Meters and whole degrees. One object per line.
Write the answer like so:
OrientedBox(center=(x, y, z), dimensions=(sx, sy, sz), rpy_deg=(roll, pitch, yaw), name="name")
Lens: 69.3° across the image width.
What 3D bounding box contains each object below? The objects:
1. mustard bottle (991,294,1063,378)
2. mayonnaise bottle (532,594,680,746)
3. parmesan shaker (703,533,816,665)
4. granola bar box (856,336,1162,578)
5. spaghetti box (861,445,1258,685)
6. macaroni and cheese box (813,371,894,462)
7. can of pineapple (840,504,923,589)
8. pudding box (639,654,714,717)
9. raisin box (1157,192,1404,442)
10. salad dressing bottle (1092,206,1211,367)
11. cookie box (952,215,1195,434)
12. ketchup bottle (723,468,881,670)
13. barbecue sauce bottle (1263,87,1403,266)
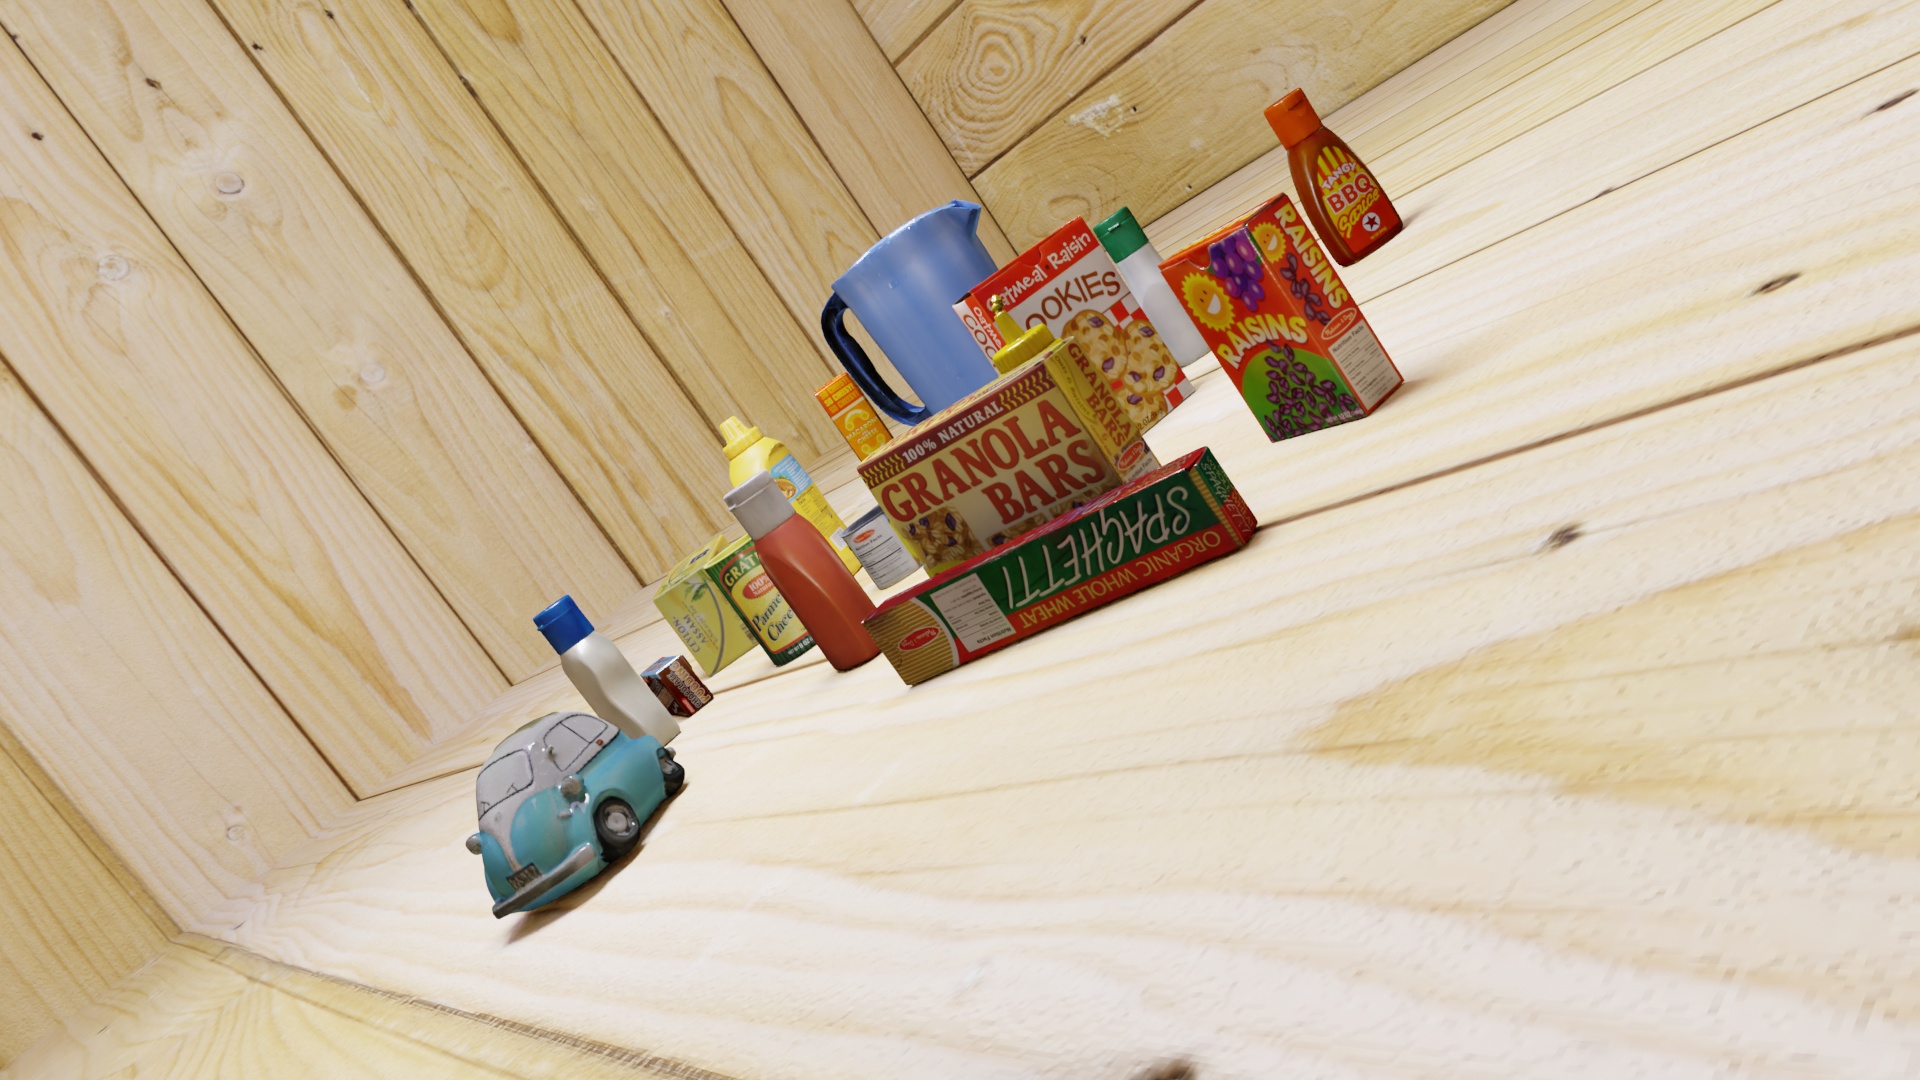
OrientedBox(center=(0.061, -0.081, 0.857), dimensions=(0.065, 0.160, 0.049), rpy_deg=(-33, 9, 12), name="mustard bottle")
OrientedBox(center=(-0.298, 0.114, 1.161), dimensions=(0.041, 0.148, 0.064), rpy_deg=(-42, 11, -38), name="mayonnaise bottle")
OrientedBox(center=(-0.154, 0.043, 1.156), dimensions=(0.071, 0.103, 0.071), rpy_deg=(-34, 9, 6), name="parmesan shaker")
OrientedBox(center=(0.032, -0.027, 0.793), dimensions=(0.165, 0.124, 0.039), rpy_deg=(-26, 13, 44), name="granola bar box")
OrientedBox(center=(0.045, 0.020, 0.745), dimensions=(0.249, 0.050, 0.029), rpy_deg=(-27, 12, 41), name="spaghetti box")
OrientedBox(center=(-0.079, -0.087, 1.354), dimensions=(0.040, 0.166, 0.124), rpy_deg=(-35, 9, -1), name="macaroni and cheese box")
OrientedBox(center=(-0.058, -0.001, 1.183), dimensions=(0.071, 0.058, 0.071), rpy_deg=(-34, 9, 6), name="can of pineapple")
OrientedBox(center=(-0.253, 0.129, 1.236), dimensions=(0.030, 0.049, 0.083), rpy_deg=(-39, 10, -22), name="pudding box")
OrientedBox(center=(0.175, -0.120, 0.769), dimensions=(0.040, 0.123, 0.086), rpy_deg=(-38, 10, -22), name="raisin box")
OrientedBox(center=(0.173, -0.226, 1.234), dimensions=(0.064, 0.147, 0.044), rpy_deg=(-32, 9, 16), name="salad dressing bottle")
OrientedBox(center=(0.090, -0.149, 1.076), dimensions=(0.123, 0.167, 0.040), rpy_deg=(-39, 10, -25), name="cookie box")
OrientedBox(center=(-0.108, 0.021, 0.970), dimensions=(0.044, 0.148, 0.064), rpy_deg=(-41, 11, -32), name="ketchup bottle")
OrientedBox(center=(0.310, -0.309, 1.173), dimensions=(0.065, 0.148, 0.043), rpy_deg=(-36, 9, -7), name="barbecue sauce bottle")
